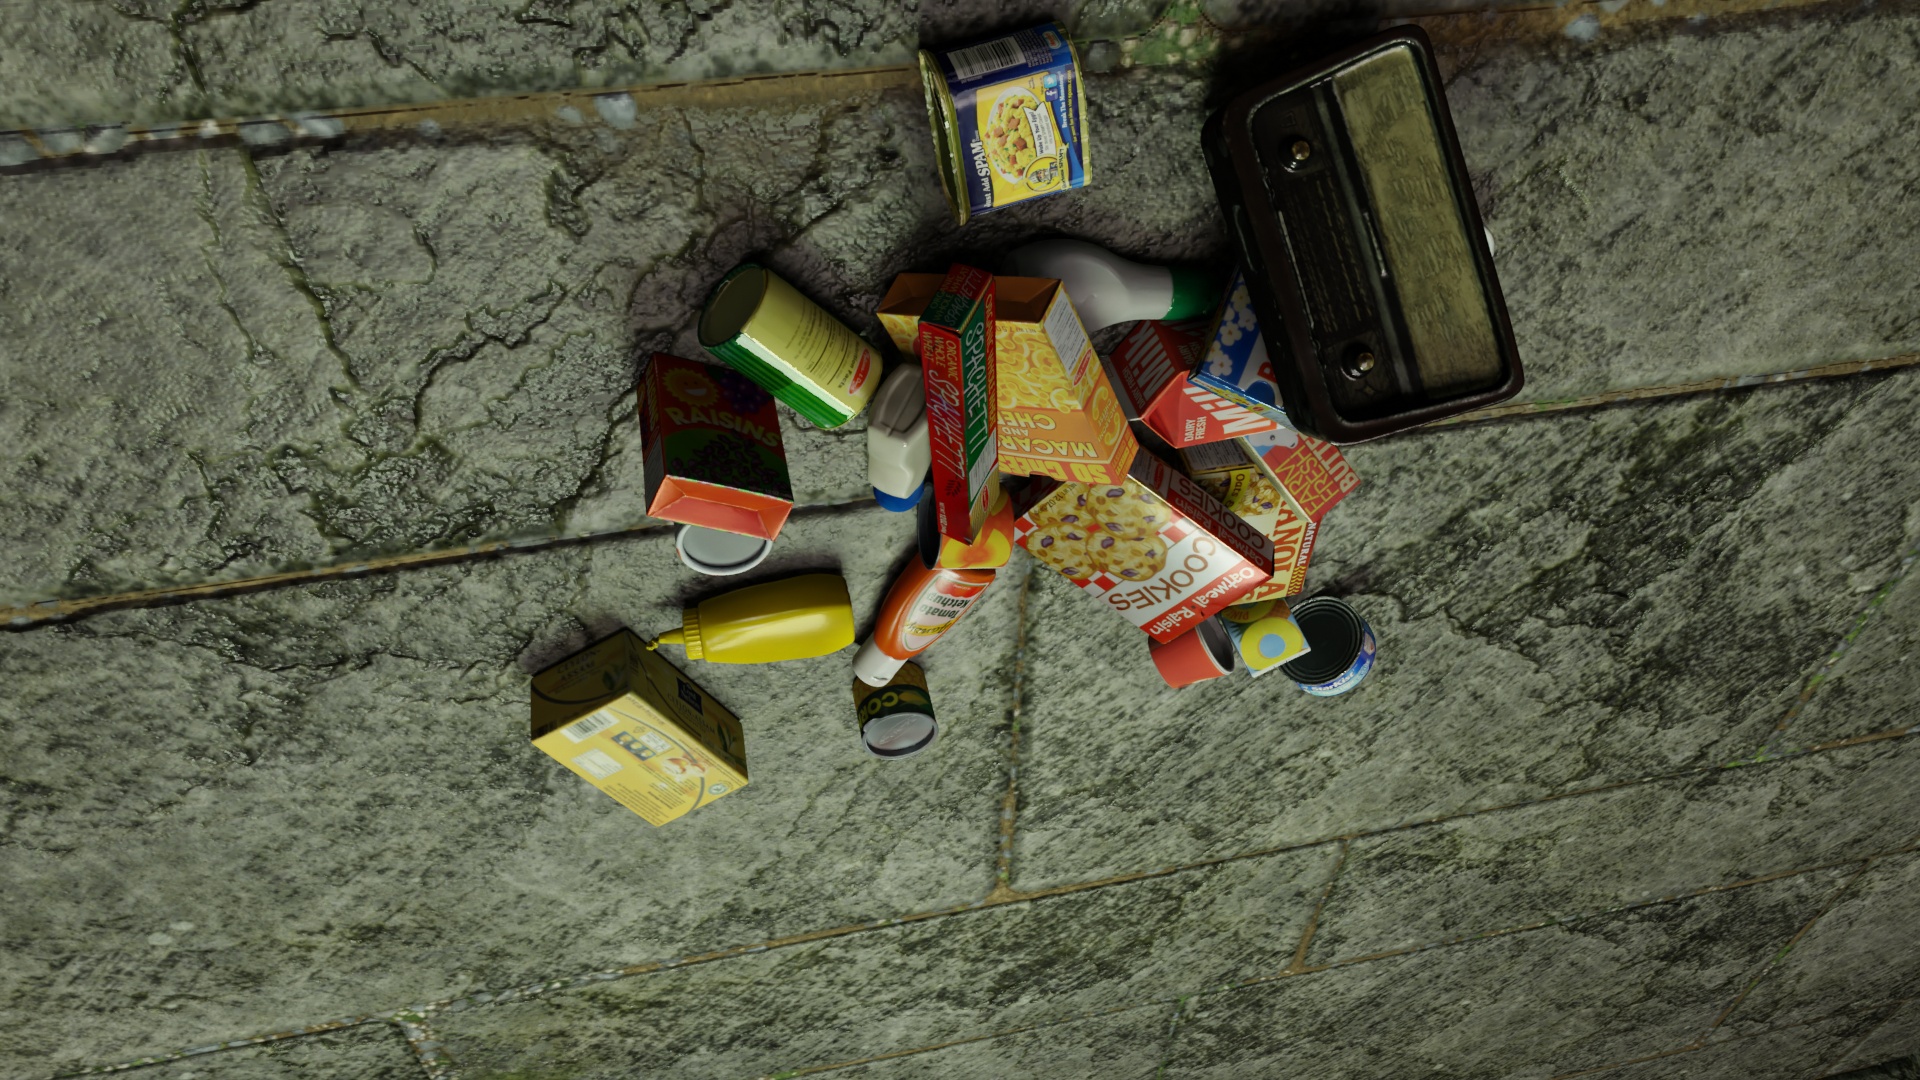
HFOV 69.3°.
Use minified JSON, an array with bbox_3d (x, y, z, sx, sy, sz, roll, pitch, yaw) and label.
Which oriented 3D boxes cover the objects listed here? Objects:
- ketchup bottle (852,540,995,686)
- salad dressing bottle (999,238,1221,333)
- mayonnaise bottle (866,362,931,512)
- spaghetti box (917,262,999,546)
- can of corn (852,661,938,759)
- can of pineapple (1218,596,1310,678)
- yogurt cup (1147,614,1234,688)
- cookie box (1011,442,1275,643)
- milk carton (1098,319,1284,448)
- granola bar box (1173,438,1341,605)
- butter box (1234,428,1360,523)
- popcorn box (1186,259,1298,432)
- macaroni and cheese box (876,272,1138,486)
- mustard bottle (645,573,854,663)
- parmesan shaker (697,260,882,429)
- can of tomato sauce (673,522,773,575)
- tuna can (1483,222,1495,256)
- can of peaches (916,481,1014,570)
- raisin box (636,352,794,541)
[{"bbox_3d":[-0.036,0.059,1.119,0.065,0.044,0.148,13,131,-35],"label":"ketchup bottle"},{"bbox_3d":[0.101,-0.167,0.926,0.148,0.044,0.064,0,129,-19],"label":"salad dressing bottle"},{"bbox_3d":[-0.041,-0.062,0.954,0.041,0.065,0.147,25,159,4],"label":"mayonnaise bottle"},{"bbox_3d":[0.002,-0.079,0.893,0.029,0.050,0.248,21,154,14],"label":"spaghetti box"},{"bbox_3d":[-0.058,0.144,1.190,0.071,0.058,0.070,-9,137,-8],"label":"can of corn"},{"bbox_3d":[0.266,0.078,1.220,0.058,0.071,0.070,-27,137,10],"label":"can of pineapple"},{"bbox_3d":[0.201,0.095,1.220,0.054,0.073,0.072,-28,137,24],"label":"yogurt cup"},{"bbox_3d":[0.134,-0.001,1.049,0.167,0.040,0.122,34,136,-16],"label":"cookie box"},{"bbox_3d":[0.194,-0.123,0.980,0.191,0.073,0.073,-11,137,-7],"label":"milk carton"},{"bbox_3d":[0.230,-0.014,1.130,0.124,0.039,0.164,-8,137,-9],"label":"granola bar box"},{"bbox_3d":[0.250,-0.067,1.047,0.053,0.024,0.103,-42,103,-2],"label":"butter box"},{"bbox_3d":[0.213,-0.146,0.914,0.085,0.038,0.127,24,83,-5],"label":"popcorn box"},{"bbox_3d":[0.034,-0.104,0.923,0.124,0.040,0.166,9,150,33],"label":"macaroni and cheese box"},{"bbox_3d":[-0.164,0.065,1.080,0.160,0.049,0.065,-8,136,-9],"label":"mustard bottle"},{"bbox_3d":[-0.108,-0.126,0.887,0.071,0.071,0.103,-37,133,21],"label":"parmesan shaker"},{"bbox_3d":[-0.164,-0.027,0.957,0.071,0.083,0.070,-9,137,-8],"label":"can of tomato sauce"},{"bbox_3d":[0.333,-0.202,0.970,0.071,0.033,0.070,-9,137,-9],"label":"tuna can"},{"bbox_3d":[0.004,-0.013,1.039,0.058,0.071,0.070,-1,135,-17],"label":"can of peaches"},{"bbox_3d":[-0.159,-0.061,0.893,0.086,0.124,0.040,11,130,-27],"label":"raisin box"}]
